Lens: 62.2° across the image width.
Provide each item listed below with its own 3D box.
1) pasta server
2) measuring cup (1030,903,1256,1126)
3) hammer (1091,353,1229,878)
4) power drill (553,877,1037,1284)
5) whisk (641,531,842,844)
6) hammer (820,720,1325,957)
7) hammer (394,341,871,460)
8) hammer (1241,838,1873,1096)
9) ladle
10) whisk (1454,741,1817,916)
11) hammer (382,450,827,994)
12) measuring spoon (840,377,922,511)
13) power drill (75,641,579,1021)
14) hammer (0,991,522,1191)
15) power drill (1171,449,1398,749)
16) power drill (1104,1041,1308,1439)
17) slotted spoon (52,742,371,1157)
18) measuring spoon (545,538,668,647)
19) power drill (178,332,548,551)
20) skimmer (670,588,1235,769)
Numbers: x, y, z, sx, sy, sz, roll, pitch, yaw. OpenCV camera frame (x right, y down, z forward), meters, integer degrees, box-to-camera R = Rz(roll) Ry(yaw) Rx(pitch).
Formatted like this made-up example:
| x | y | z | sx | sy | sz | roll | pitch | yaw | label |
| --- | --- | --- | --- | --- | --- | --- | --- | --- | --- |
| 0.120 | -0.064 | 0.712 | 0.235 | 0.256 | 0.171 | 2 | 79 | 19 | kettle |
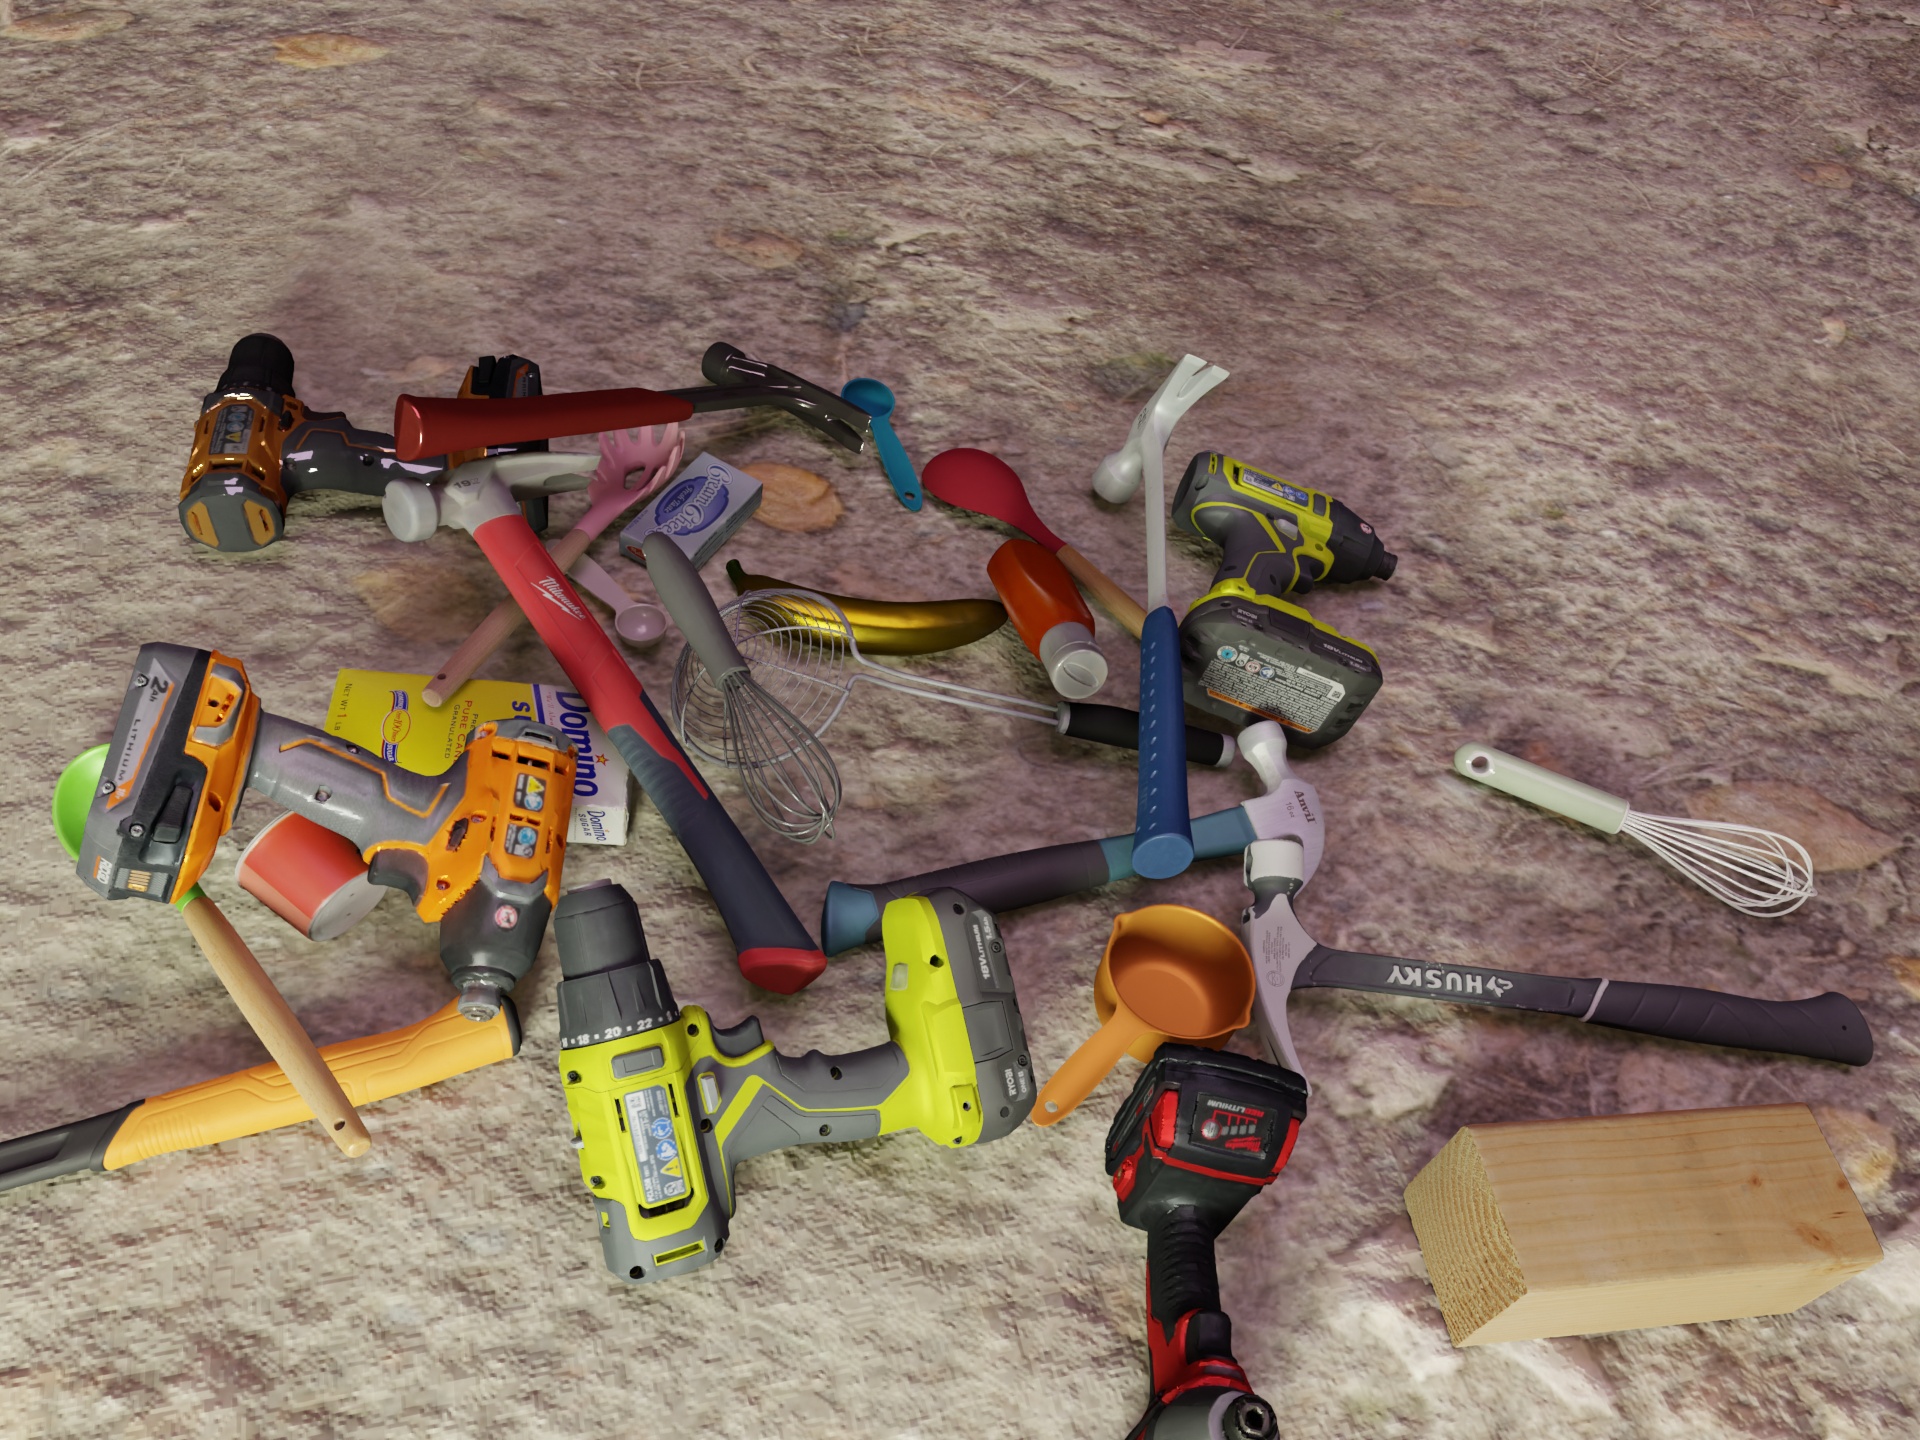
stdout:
| x | y | z | sx | sy | sz | roll | pitch | yaw | label |
| --- | --- | --- | --- | --- | --- | --- | --- | --- | --- |
| -0.261 | -0.112 | 1.035 | 0.060 | 0.040 | 0.316 | 12 | 40 | 12 | pasta server |
| 0.093 | 0.178 | 0.893 | 0.095 | 0.052 | 0.173 | 39 | 55 | 19 | measuring cup |
| 0.131 | -0.077 | 1.034 | 0.035 | 0.144 | 0.406 | 20 | 47 | -16 | hammer |
| -0.090 | 0.158 | 0.811 | 0.228 | 0.080 | 0.190 | -11 | 85 | -23 | power drill |
| -0.133 | -0.024 | 0.935 | 0.055 | 0.055 | 0.239 | -19 | 60 | -26 | whisk |
| 0.072 | 0.087 | 0.966 | 0.331 | 0.033 | 0.128 | -11 | 63 | -18 | hammer |
| -0.217 | -0.204 | 1.058 | 0.149 | 0.036 | 0.359 | 31 | 28 | 23 | hammer |
| 0.363 | 0.170 | 0.954 | 0.409 | 0.036 | 0.149 | 9 | 69 | -10 | hammer |
| 0.089 | -0.103 | 1.141 | 0.069 | 0.031 | 0.316 | -32 | 65 | -34 | ladle |
| 0.452 | 0.068 | 1.071 | 0.246 | 0.057 | 0.059 | 23 | 16 | 10 | whisk |
| -0.185 | -0.009 | 0.940 | 0.143 | 0.038 | 0.386 | -21 | 67 | -43 | hammer |
| -0.057 | -0.204 | 1.201 | 0.042 | 0.021 | 0.129 | -12 | 64 | -22 | measuring spoon |
| -0.314 | 0.060 | 0.808 | 0.226 | 0.084 | 0.164 | 16 | 55 | -25 | power drill |
| -0.383 | 0.202 | 0.778 | 0.337 | 0.034 | 0.127 | -14 | 55 | -22 | hammer |
| 0.230 | -0.090 | 1.119 | 0.171 | 0.080 | 0.223 | 21 | 42 | -5 | power drill |
| 0.115 | 0.275 | 0.759 | 0.078 | 0.143 | 0.220 | 14 | 47 | -4 | power drill |
| -0.387 | 0.115 | 0.825 | 0.070 | 0.031 | 0.314 | -43 | 60 | -12 | slotted spoon |
| -0.239 | -0.084 | 1.062 | 0.034 | 0.018 | 0.124 | -31 | 57 | -32 | measuring spoon |
| -0.398 | -0.198 | 1.079 | 0.226 | 0.084 | 0.186 | -4 | 50 | -10 | power drill |
| -0.002 | -0.003 | 1.034 | 0.363 | 0.090 | 0.127 | 12 | 62 | -16 | skimmer |
